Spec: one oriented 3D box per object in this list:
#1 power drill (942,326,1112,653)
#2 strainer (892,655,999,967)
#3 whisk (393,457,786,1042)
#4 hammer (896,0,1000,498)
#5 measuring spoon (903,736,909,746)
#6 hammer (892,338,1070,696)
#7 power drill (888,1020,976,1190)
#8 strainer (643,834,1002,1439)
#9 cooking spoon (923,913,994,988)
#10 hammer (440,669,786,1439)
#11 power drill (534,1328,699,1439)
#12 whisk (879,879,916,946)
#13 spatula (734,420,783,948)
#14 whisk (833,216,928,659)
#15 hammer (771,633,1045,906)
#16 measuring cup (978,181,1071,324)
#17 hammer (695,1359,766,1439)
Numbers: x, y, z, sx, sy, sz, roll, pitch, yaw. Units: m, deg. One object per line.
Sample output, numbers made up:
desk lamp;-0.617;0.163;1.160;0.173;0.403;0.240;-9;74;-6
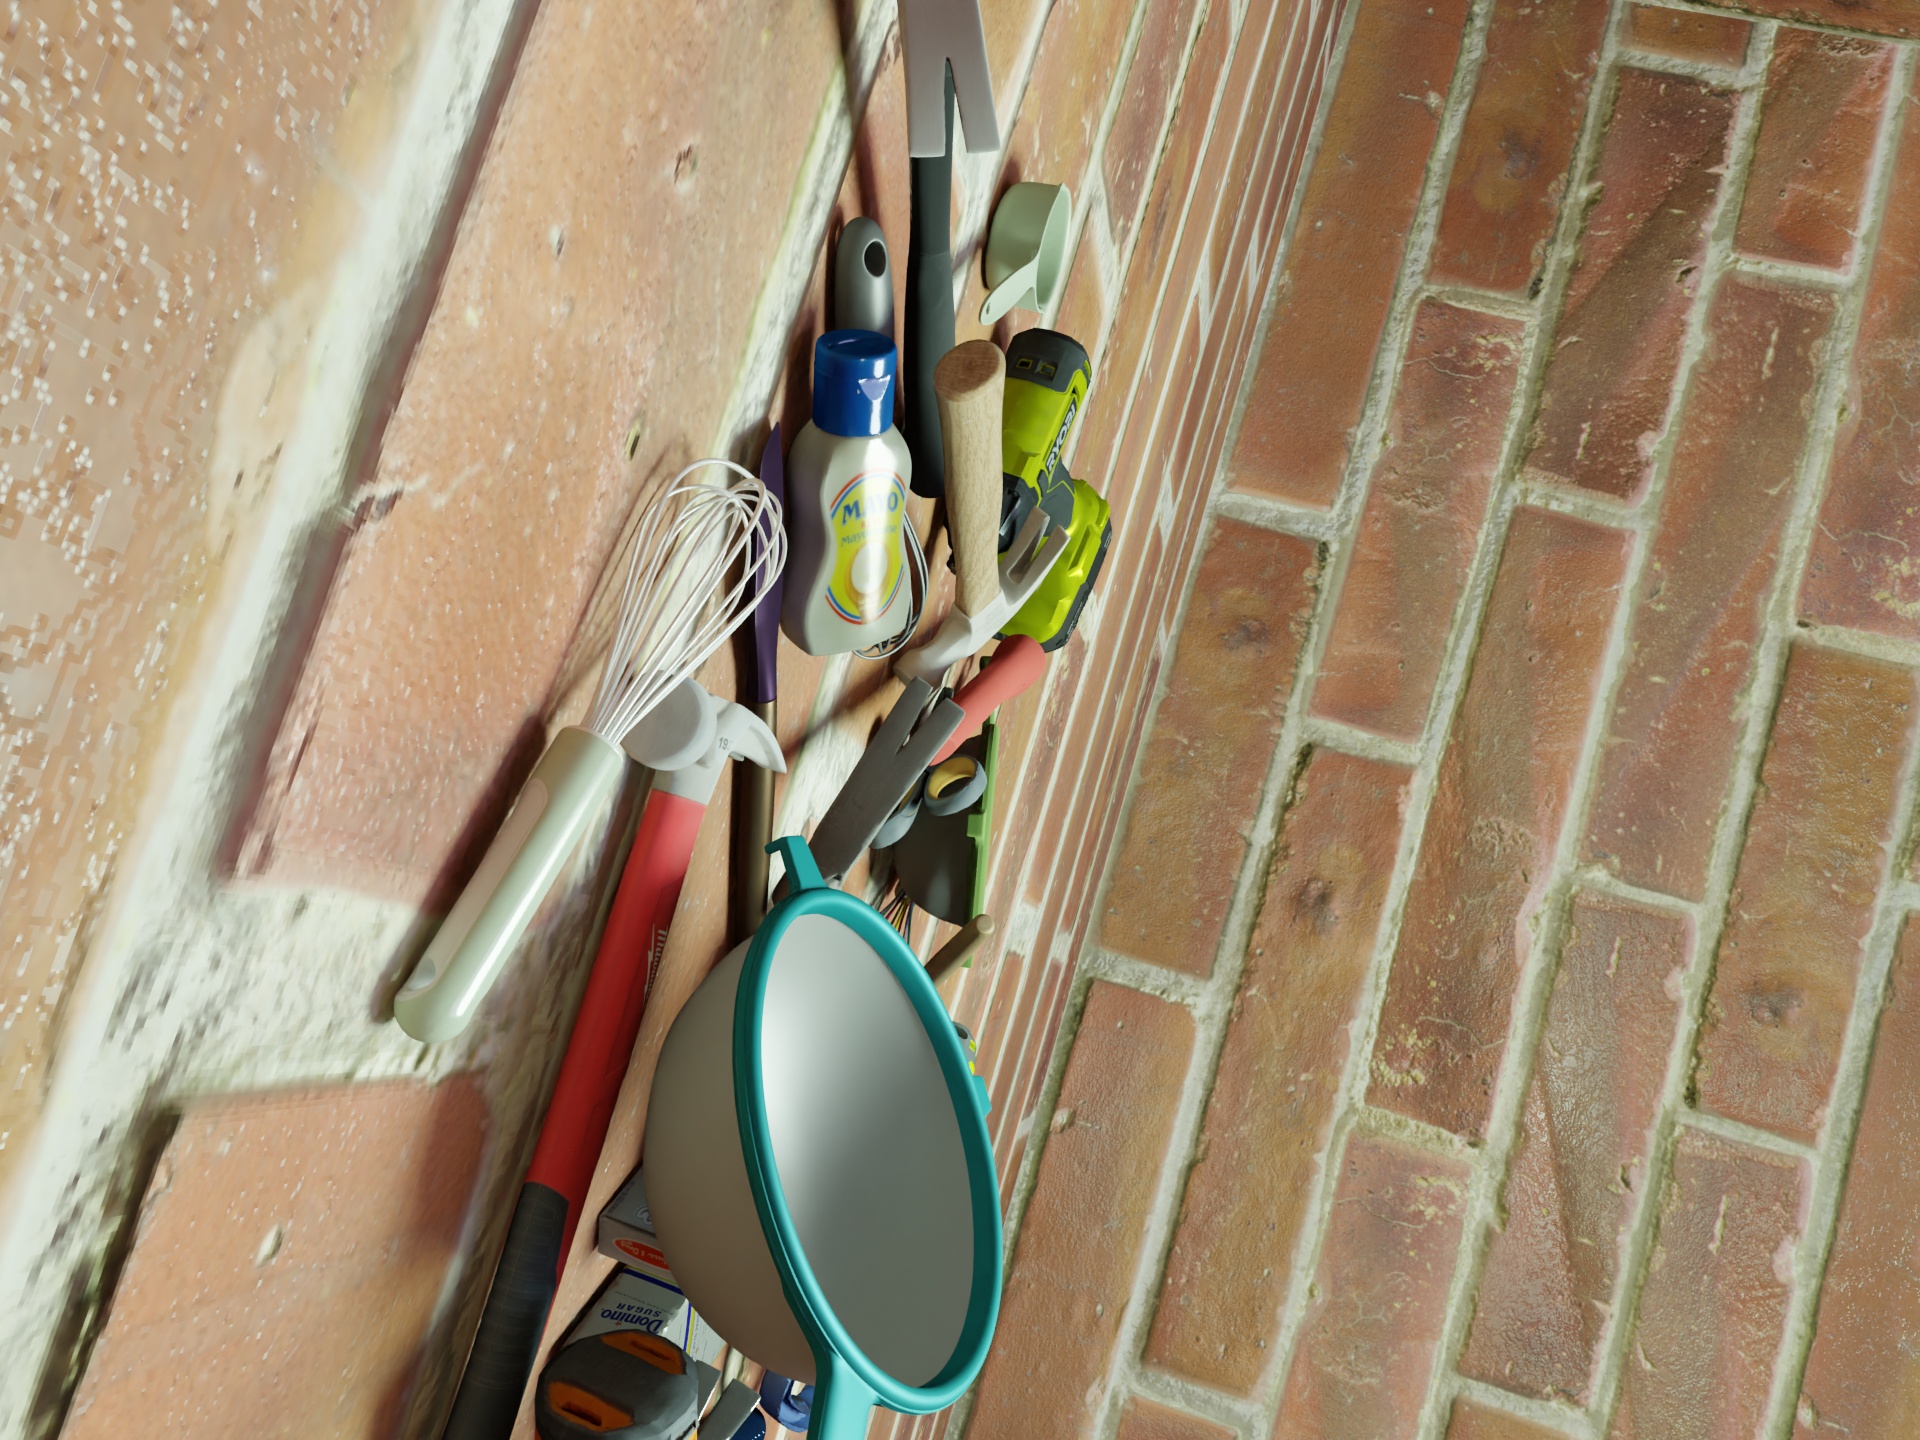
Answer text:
power drill;0.044;-0.141;1.106;0.223;0.080;0.171;64;46;-68
strainer;-0.009;0.039;1.143;0.257;0.069;0.151;-85;179;-47
whisk;-0.126;0.003;0.560;0.059;0.058;0.246;48;53;-34
hammer;-0.014;-0.213;0.746;0.334;0.035;0.146;93;-9;-62
measuring spoon;-0.065;0.045;0.980;0.034;0.018;0.124;92;24;-49
hammer;0.010;-0.111;0.872;0.130;0.031;0.331;-44;167;-12
power drill;-0.044;0.238;0.868;0.228;0.080;0.191;73;25;-63
strainer;-0.072;0.223;0.611;0.210;0.095;0.341;58;23;-32
cooking spoon;-0.025;0.181;1.095;0.069;0.017;0.318;-50;178;-27
hammer;-0.155;0.176;0.647;0.143;0.038;0.386;54;52;-78
power drill;-0.171;0.341;0.546;0.226;0.084;0.164;-29;128;-58
whisk;-0.040;0.135;1.136;0.245;0.051;0.047;-62;158;-58
spatula;-0.096;0.008;0.760;0.060;0.018;0.315;-82;179;-57
whisk;-0.042;-0.129;0.776;0.055;0.055;0.238;-62;159;-47
hammer;-0.001;-0.003;0.939;0.149;0.037;0.359;-55;176;23
measuring cup;0.025;-0.269;0.943;0.168;0.038;0.083;-57;159;-52
hammer;-0.143;0.414;0.878;0.144;0.035;0.405;-60;172;-16
